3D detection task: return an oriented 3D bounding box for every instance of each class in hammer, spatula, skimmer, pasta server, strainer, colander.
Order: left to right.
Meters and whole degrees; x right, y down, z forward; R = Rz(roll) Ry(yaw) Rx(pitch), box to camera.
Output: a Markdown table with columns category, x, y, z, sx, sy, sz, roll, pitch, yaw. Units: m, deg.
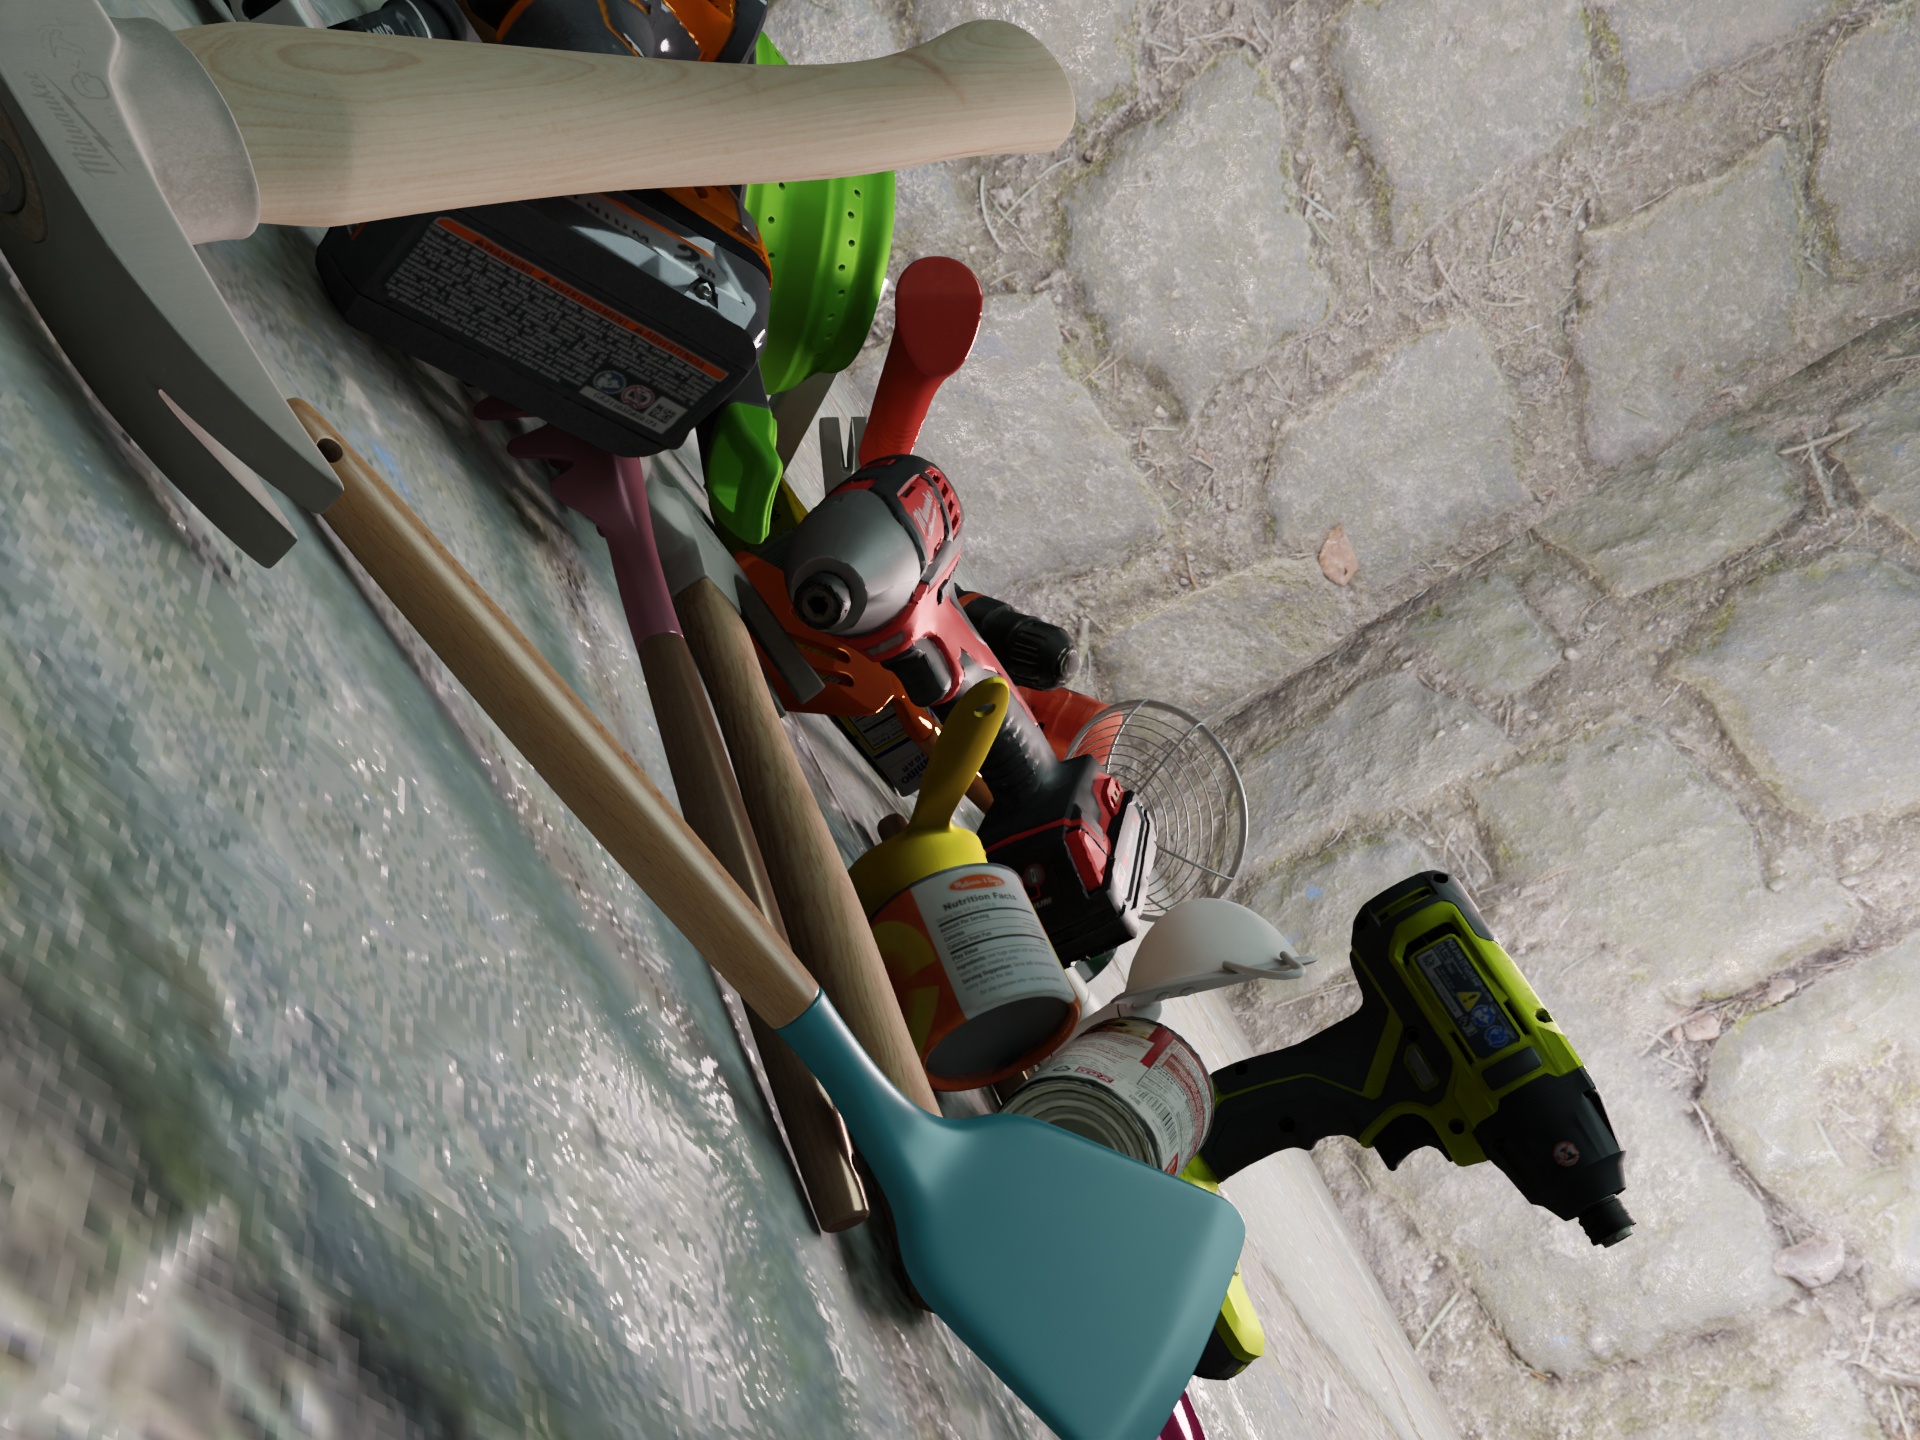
| category | x | y | z | sx | sy | sz | roll | pitch | yaw |
| --- | --- | --- | --- | --- | --- | --- | --- | --- | --- |
| hammer | -0.233 | -0.286 | 0.673 | 0.149 | 0.036 | 0.409 | 58 | 6 | -27 |
| pasta server | -0.090 | 0.003 | 0.479 | 0.316 | 0.040 | 0.060 | 67 | 9 | 28 |
| hammer | -0.066 | -0.160 | 0.447 | 0.146 | 0.038 | 0.410 | 59 | 37 | -2 |
| hammer | -0.139 | -0.244 | 0.976 | 0.035 | 0.144 | 0.406 | 23 | 14 | -27 |
| spatula | -0.049 | 0.048 | 0.383 | 0.317 | 0.044 | 0.082 | 51 | 50 | -14 |
| colander | -0.070 | -0.174 | 0.656 | 0.398 | 0.094 | 0.204 | -110 | -148 | -53 |
| hammer | -0.056 | 0.040 | 0.537 | 0.129 | 0.031 | 0.332 | 51 | 10 | -52 |
| hammer | -0.039 | -0.151 | 0.826 | 0.359 | 0.036 | 0.149 | 130 | -44 | -75 |
| spatula | -0.019 | 0.015 | 0.806 | 0.322 | 0.041 | 0.081 | 47 | 28 | -57 |
| skimmer | 0.087 | 0.059 | 1.023 | 0.363 | 0.090 | 0.127 | 154 | -76 | -82 |
| strainer | 0.082 | 0.125 | 0.716 | 0.258 | 0.087 | 0.050 | 126 | -46 | -60 |

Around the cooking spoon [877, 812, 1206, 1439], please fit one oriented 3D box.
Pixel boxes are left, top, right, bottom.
| category | x | y | z | sx | sy | sz | roll | pitch | yaw |
| --- | --- | --- | --- | --- | --- | --- | --- | --- | --- |
| cooking spoon | 0.032 | 0.173 | 0.672 | 0.319 | 0.017 | 0.068 | 62 | 8 | 26 |

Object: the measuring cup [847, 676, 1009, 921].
| category | x | y | z | sx | sy | sz | roll | pitch | yaw |
| --- | --- | --- | --- | --- | --- | --- | --- | --- | --- |
| measuring cup | -0.004 | 0.040 | 0.579 | 0.156 | 0.062 | 0.029 | 111 | -35 | -52 |

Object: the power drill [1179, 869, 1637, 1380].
| category | x | y | z | sx | sy | sz | roll | pitch | yaw |
| --- | --- | --- | --- | --- | --- | --- | --- | --- | --- |
| power drill | 0.168 | 0.192 | 0.709 | 0.171 | 0.223 | 0.080 | 62 | 7 | 29 |

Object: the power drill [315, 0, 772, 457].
| category | x | y | z | sx | sy | sz | roll | pitch | yaw |
| --- | --- | --- | --- | --- | --- | --- | --- | --- | --- |
| power drill | -0.138 | -0.211 | 0.506 | 0.164 | 0.084 | 0.227 | 24 | 47 | -38 |

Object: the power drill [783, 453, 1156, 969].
| category | x | y | z | sx | sy | sz | roll | pitch | yaw |
| --- | --- | --- | --- | --- | --- | --- | --- | --- | --- |
| power drill | -0.001 | -0.002 | 0.685 | 0.219 | 0.078 | 0.143 | 61 | 21 | -13 |

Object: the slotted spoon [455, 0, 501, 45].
| category | x | y | z | sx | sy | sz | roll | pitch | yaw |
| --- | --- | --- | --- | --- | --- | --- | --- | --- | --- |
| slotted spoon | -0.228 | -0.341 | 0.695 | 0.070 | 0.031 | 0.313 | 63 | 3 | 31 |
